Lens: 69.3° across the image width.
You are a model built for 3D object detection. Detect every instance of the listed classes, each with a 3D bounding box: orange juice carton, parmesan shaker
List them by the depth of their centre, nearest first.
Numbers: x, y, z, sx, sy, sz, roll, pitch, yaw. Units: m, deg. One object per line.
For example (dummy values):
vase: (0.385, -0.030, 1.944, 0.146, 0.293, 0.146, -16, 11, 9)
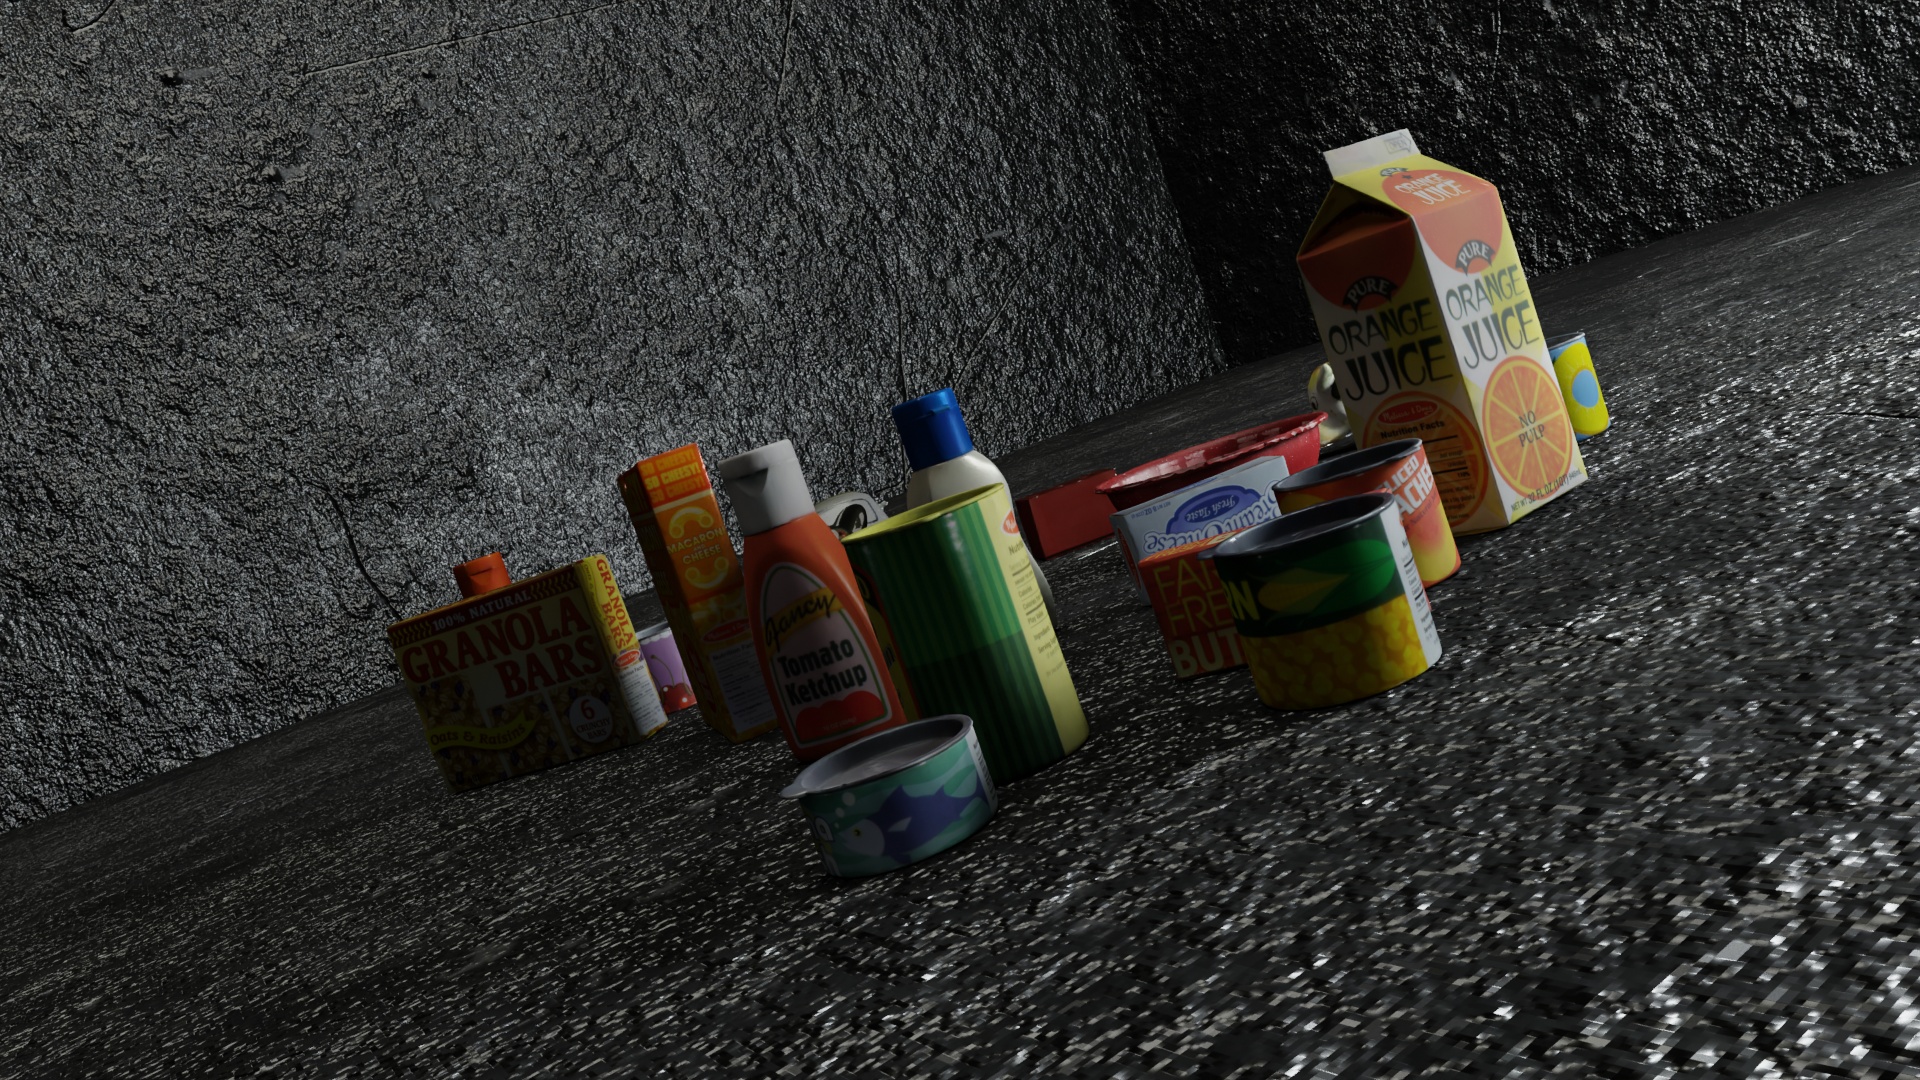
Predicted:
parmesan shaker: (0.002, 0.037, 0.530, 0.071, 0.103, 0.071, -19, 5, 2)
orange juice carton: (0.226, -0.102, 0.672, 0.072, 0.192, 0.073, -22, 5, -34)

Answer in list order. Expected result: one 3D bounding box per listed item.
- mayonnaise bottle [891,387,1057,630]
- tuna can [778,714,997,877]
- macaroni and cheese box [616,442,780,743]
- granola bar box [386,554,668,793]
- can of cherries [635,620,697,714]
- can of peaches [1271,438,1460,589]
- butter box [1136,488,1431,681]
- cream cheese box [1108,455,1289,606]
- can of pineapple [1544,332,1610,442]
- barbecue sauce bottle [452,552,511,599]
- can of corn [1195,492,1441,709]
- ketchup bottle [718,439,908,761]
mayonnaise bottle: (0.003, -0.010, 0.771, 0.065, 0.148, 0.041, -22, 5, -26)
tuna can: (-0.024, 0.088, 0.480, 0.071, 0.033, 0.071, -19, 5, 2)
macaroni and cheese box: (-0.155, 0.031, 0.825, 0.040, 0.166, 0.123, -21, 5, -18)
granola bar box: (-0.293, 0.091, 0.932, 0.165, 0.124, 0.039, -17, 5, 21)
can of cherries: (-0.211, 0.091, 1.003, 0.071, 0.058, 0.071, -19, 5, 2)
can of peaches: (0.177, -0.007, 0.601, 0.071, 0.058, 0.071, -19, 5, 2)
butter box: (0.126, 0.019, 0.550, 0.103, 0.053, 0.024, -17, 5, 29)
cream cheese box: (0.138, -0.006, 0.765, 0.104, 0.053, 0.024, -21, 5, -17)
can of pineapple: (0.342, -0.085, 0.823, 0.071, 0.058, 0.071, -19, 5, 2)
barbecue sauce bottle: (-0.340, 0.084, 1.050, 0.065, 0.148, 0.043, -21, 5, -20)
can of corn: (0.126, 0.022, 0.488, 0.071, 0.058, 0.071, -19, 5, 2)
ketchup bottle: (-0.074, 0.027, 0.663, 0.064, 0.148, 0.043, -19, 5, 10)
